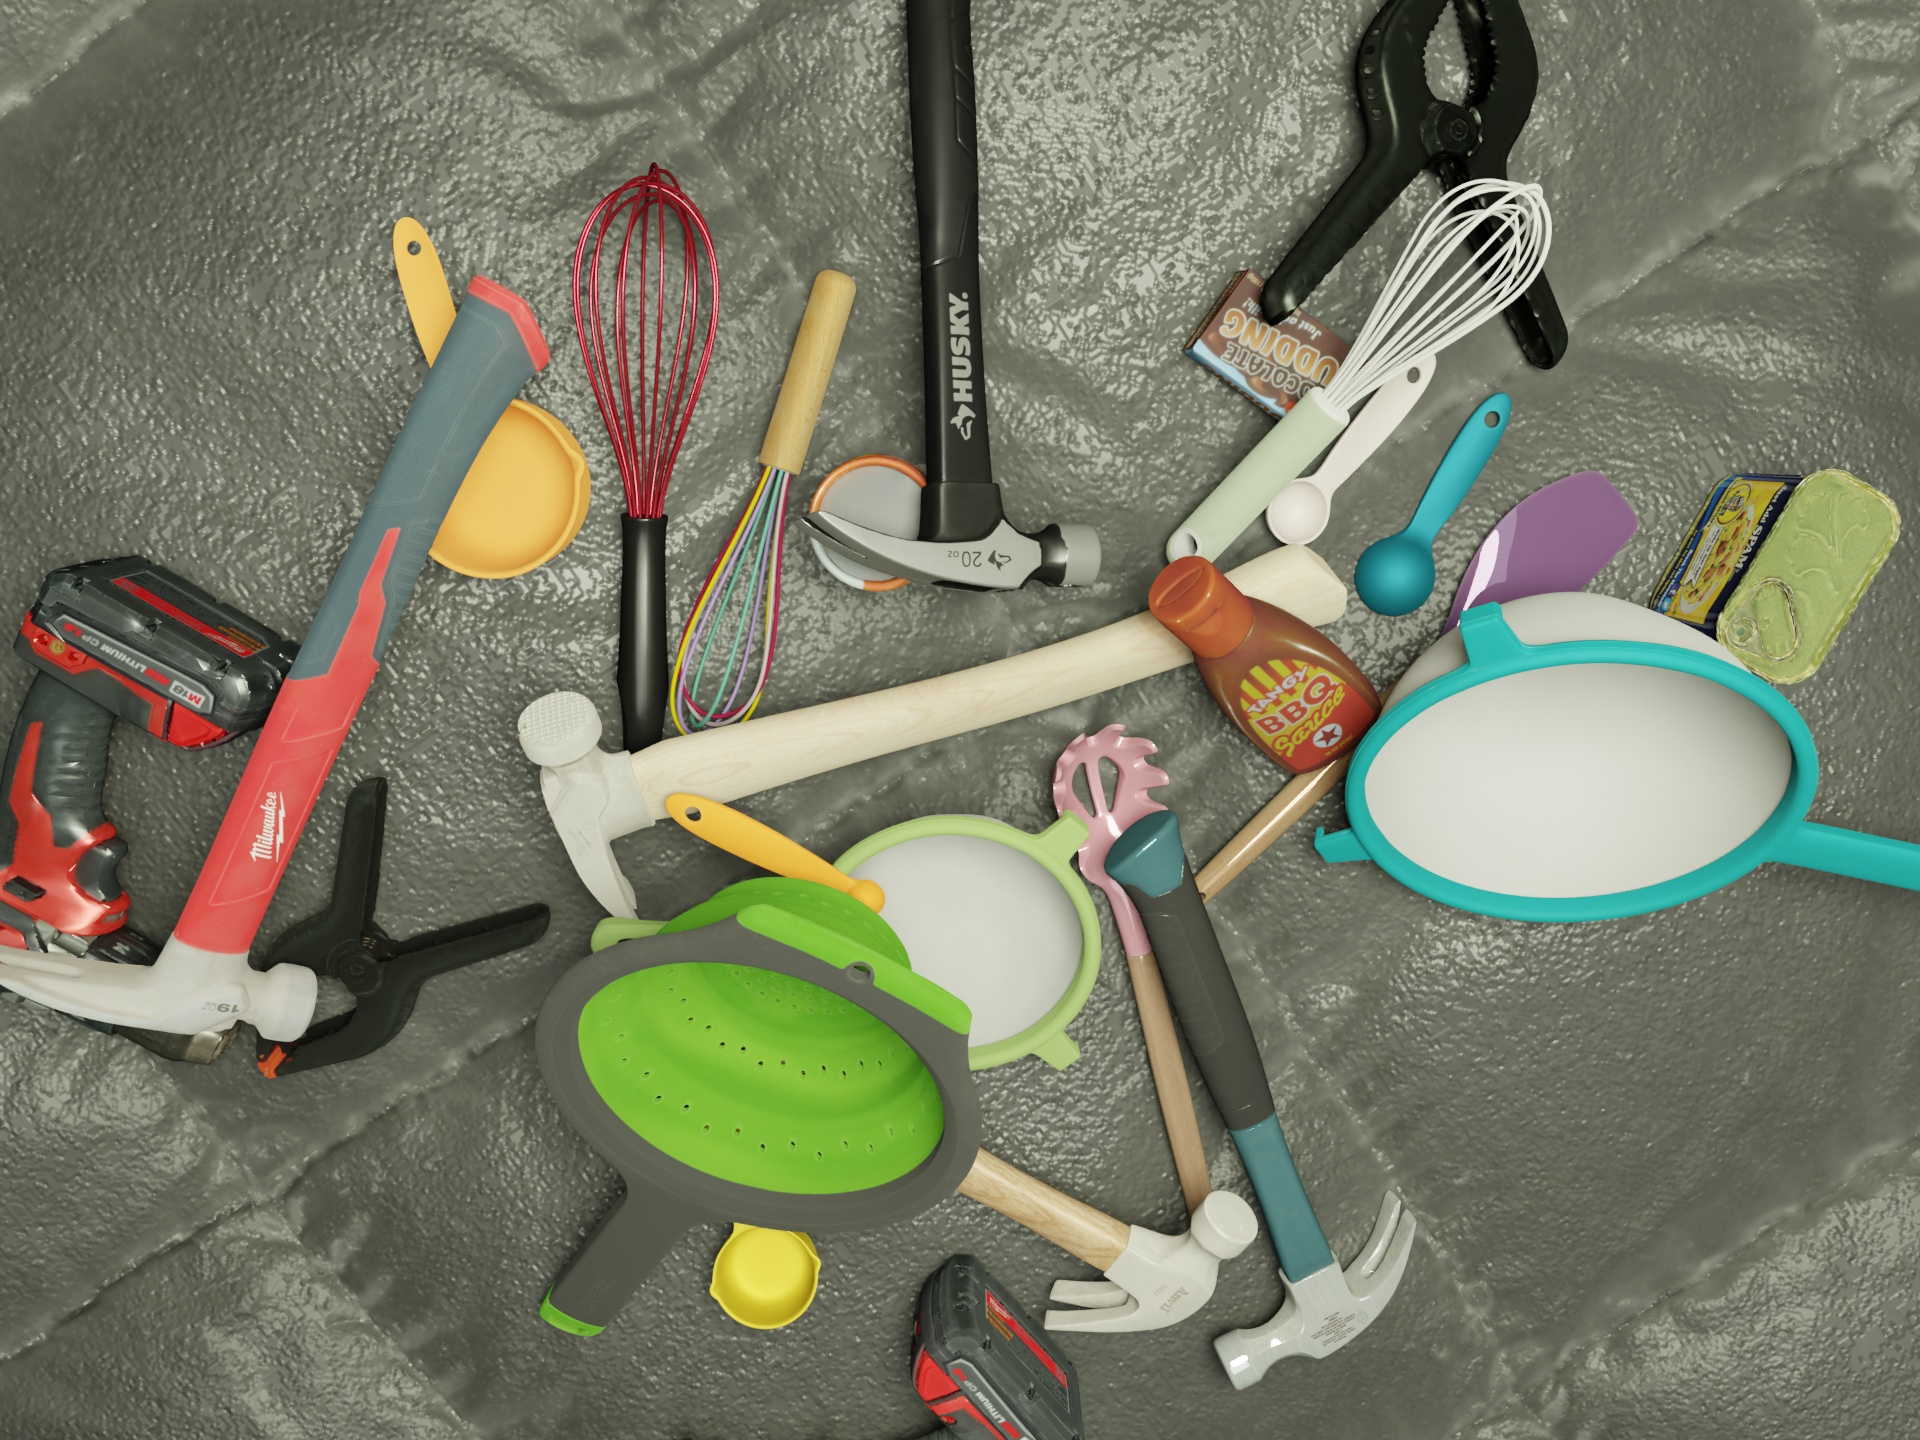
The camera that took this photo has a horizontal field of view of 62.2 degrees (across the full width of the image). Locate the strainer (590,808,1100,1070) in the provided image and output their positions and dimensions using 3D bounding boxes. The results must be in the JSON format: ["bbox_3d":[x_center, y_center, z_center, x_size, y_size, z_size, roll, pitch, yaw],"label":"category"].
[{"bbox_3d":[-0.057,0.102,0.822,0.256,0.069,0.151,1,116,2],"label":"strainer"}]

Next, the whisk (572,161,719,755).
[{"bbox_3d":[-0.156,-0.120,0.786,0.073,0.073,0.295,3,105,-3],"label":"whisk"}]

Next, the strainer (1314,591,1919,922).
[{"bbox_3d":[0.360,0.019,0.791,0.340,0.095,0.210,12,140,-4],"label":"strainer"}]

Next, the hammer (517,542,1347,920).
[{"bbox_3d":[-0.001,-0.003,0.807,0.410,0.038,0.146,-16,133,-6],"label":"hammer"}]

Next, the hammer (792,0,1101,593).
[{"bbox_3d":[-0.011,-0.228,0.748,0.146,0.035,0.335,-2,89,-25],"label":"hammer"}]

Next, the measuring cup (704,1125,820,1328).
[{"bbox_3d":[-0.119,0.253,0.874,0.062,0.029,0.156,-16,89,-1],"label":"measuring cup"}]

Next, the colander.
[{"bbox_3d":[-0.123,0.192,0.790,0.204,0.095,0.397,28,129,-11],"label":"colander"}]

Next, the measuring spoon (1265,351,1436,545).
[{"bbox_3d":[0.200,-0.142,0.819,0.034,0.018,0.124,41,89,-20],"label":"measuring spoon"}]

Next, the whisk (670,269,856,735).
[{"bbox_3d":[-0.096,-0.105,0.801,0.047,0.051,0.245,17,94,-13],"label":"whisk"}]

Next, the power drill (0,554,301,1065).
[{"bbox_3d":[-0.415,0.052,0.798,0.188,0.080,0.226,31,100,-7],"label":"power drill"}]

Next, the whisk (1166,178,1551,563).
[{"bbox_3d":[0.182,-0.156,0.759,0.246,0.059,0.058,-47,70,32],"label":"whisk"}]

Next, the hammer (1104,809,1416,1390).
[{"bbox_3d":[0.148,0.200,0.844,0.128,0.033,0.330,-24,107,-5],"label":"hammer"}]

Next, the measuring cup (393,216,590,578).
[{"bbox_3d":[-0.238,-0.156,0.779,0.095,0.052,0.173,-15,98,1],"label":"measuring cup"}]

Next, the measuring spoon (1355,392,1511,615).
[{"bbox_3d":[0.249,-0.111,0.819,0.042,0.021,0.128,28,99,-7],"label":"measuring spoon"}]

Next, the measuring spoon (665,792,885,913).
[{"bbox_3d":[-0.090,0.065,0.763,0.117,0.011,0.021,27,109,-3],"label":"measuring spoon"}]

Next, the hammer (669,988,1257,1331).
[{"bbox_3d":[-0.018,0.227,0.844,0.331,0.031,0.130,28,125,0],"label":"hammer"}]

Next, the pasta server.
[{"bbox_3d":[0.104,0.151,0.852,0.060,0.040,0.316,-16,102,-8],"label":"pasta server"}]

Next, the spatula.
[{"bbox_3d":[0.228,-0.010,0.838,0.059,0.018,0.316,44,95,-13],"label":"spatula"}]

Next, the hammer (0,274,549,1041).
[{"bbox_3d":[-0.303,-0.029,0.732,0.143,0.038,0.386,20,101,-39],"label":"hammer"}]

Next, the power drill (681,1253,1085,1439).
[{"bbox_3d":[-0.051,0.405,0.875,0.219,0.078,0.143,-40,99,8],"label":"power drill"}]
